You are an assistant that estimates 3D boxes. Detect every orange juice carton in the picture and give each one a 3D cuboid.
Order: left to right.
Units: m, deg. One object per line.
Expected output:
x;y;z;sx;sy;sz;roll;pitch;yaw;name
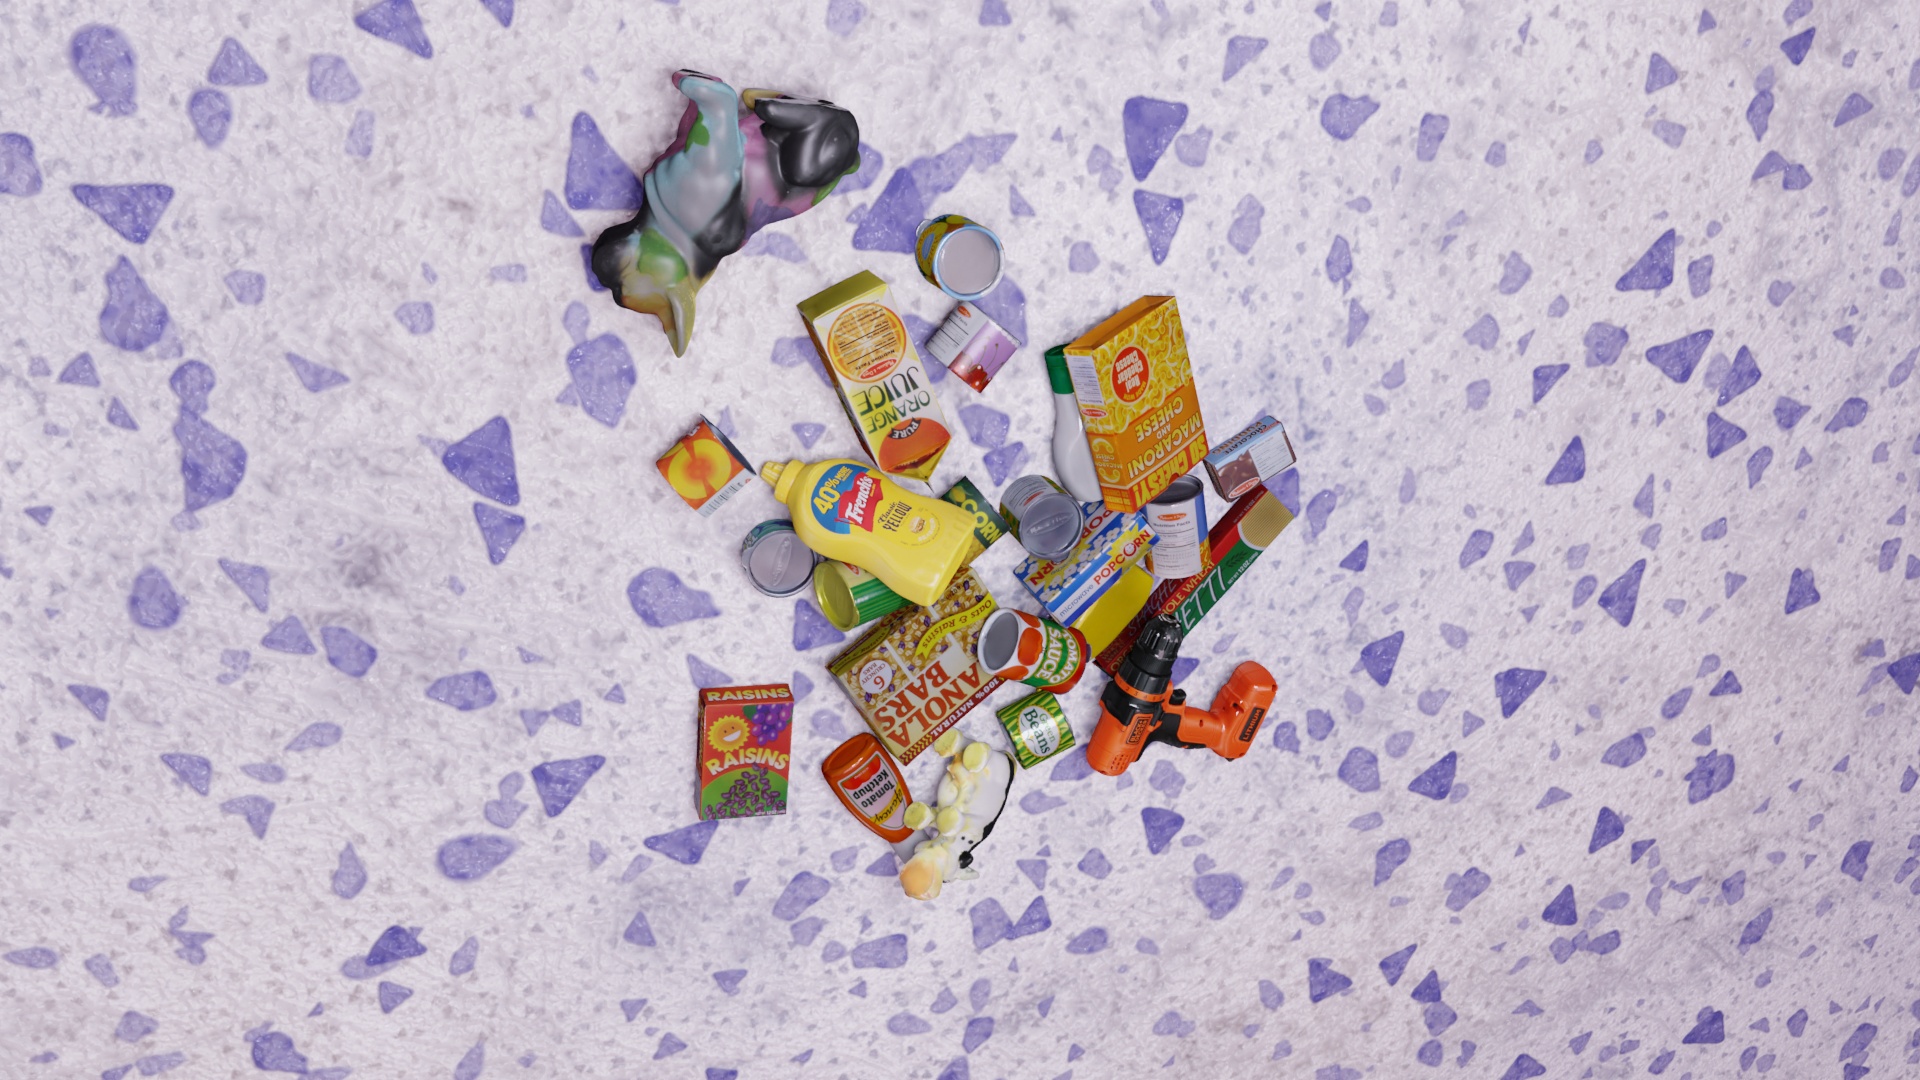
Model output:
-0.067;-0.130;1.213;0.073;0.072;0.192;-27;116;-7;orange juice carton

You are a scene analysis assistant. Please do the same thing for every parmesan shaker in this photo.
-0.071;0.036;1.260;0.103;0.071;0.071;-21;117;-33;parmesan shaker

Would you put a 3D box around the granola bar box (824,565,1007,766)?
-0.027;0.116;1.326;0.166;0.039;0.124;-39;118;-12;granola bar box

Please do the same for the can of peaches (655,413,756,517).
-0.220;-0.063;1.190;0.058;0.071;0.071;-42;118;1;can of peaches

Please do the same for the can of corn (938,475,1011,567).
0.005;-0.016;1.282;0.058;0.071;0.071;-41;118;0;can of corn

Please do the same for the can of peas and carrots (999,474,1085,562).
0.077;-0.021;1.313;0.071;0.059;0.070;-7;113;-17;can of peas and carrots

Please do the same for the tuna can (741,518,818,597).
-0.166;0.015;1.256;0.071;0.033;0.070;-7;112;-17;tuna can

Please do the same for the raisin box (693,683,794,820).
-0.204;0.199;1.311;0.086;0.040;0.123;-1;111;-18;raisin box

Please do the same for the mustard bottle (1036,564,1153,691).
0.121;0.084;1.374;0.065;0.049;0.160;36;96;-29;mustard bottle

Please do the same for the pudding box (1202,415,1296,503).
0.286;-0.081;1.379;0.084;0.030;0.049;-32;118;-5;pudding box

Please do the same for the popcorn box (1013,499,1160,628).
0.119;0.015;1.326;0.126;0.085;0.038;-43;119;0;popcorn box

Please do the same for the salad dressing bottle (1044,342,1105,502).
0.112;-0.110;1.299;0.064;0.044;0.147;-23;115;-19;salad dressing bottle

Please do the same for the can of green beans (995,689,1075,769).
0.075;0.188;1.388;0.058;0.071;0.071;-26;116;-8;can of green beans

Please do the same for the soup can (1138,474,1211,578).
0.208;-0.016;1.357;0.071;0.071;0.083;-18;118;-12;soup can

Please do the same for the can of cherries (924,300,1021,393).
0.012;-0.171;1.229;0.071;0.071;0.058;36;96;-27;can of cherries

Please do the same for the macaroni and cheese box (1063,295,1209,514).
0.167;-0.126;1.287;0.124;0.040;0.165;-36;121;-33;macaroni and cheese box

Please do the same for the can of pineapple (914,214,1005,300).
-0.002;-0.245;1.199;0.071;0.058;0.070;-7;112;-16;can of pineapple

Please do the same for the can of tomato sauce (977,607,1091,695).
0.069;0.104;1.307;0.083;0.071;0.071;20;103;-33;can of tomato sauce

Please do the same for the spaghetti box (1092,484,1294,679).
0.237;0.049;1.412;0.050;0.029;0.250;40;93;-28;spaghetti box

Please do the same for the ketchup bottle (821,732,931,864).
-0.076;0.261;1.377;0.065;0.043;0.148;-37;118;-11;ketchup bottle
